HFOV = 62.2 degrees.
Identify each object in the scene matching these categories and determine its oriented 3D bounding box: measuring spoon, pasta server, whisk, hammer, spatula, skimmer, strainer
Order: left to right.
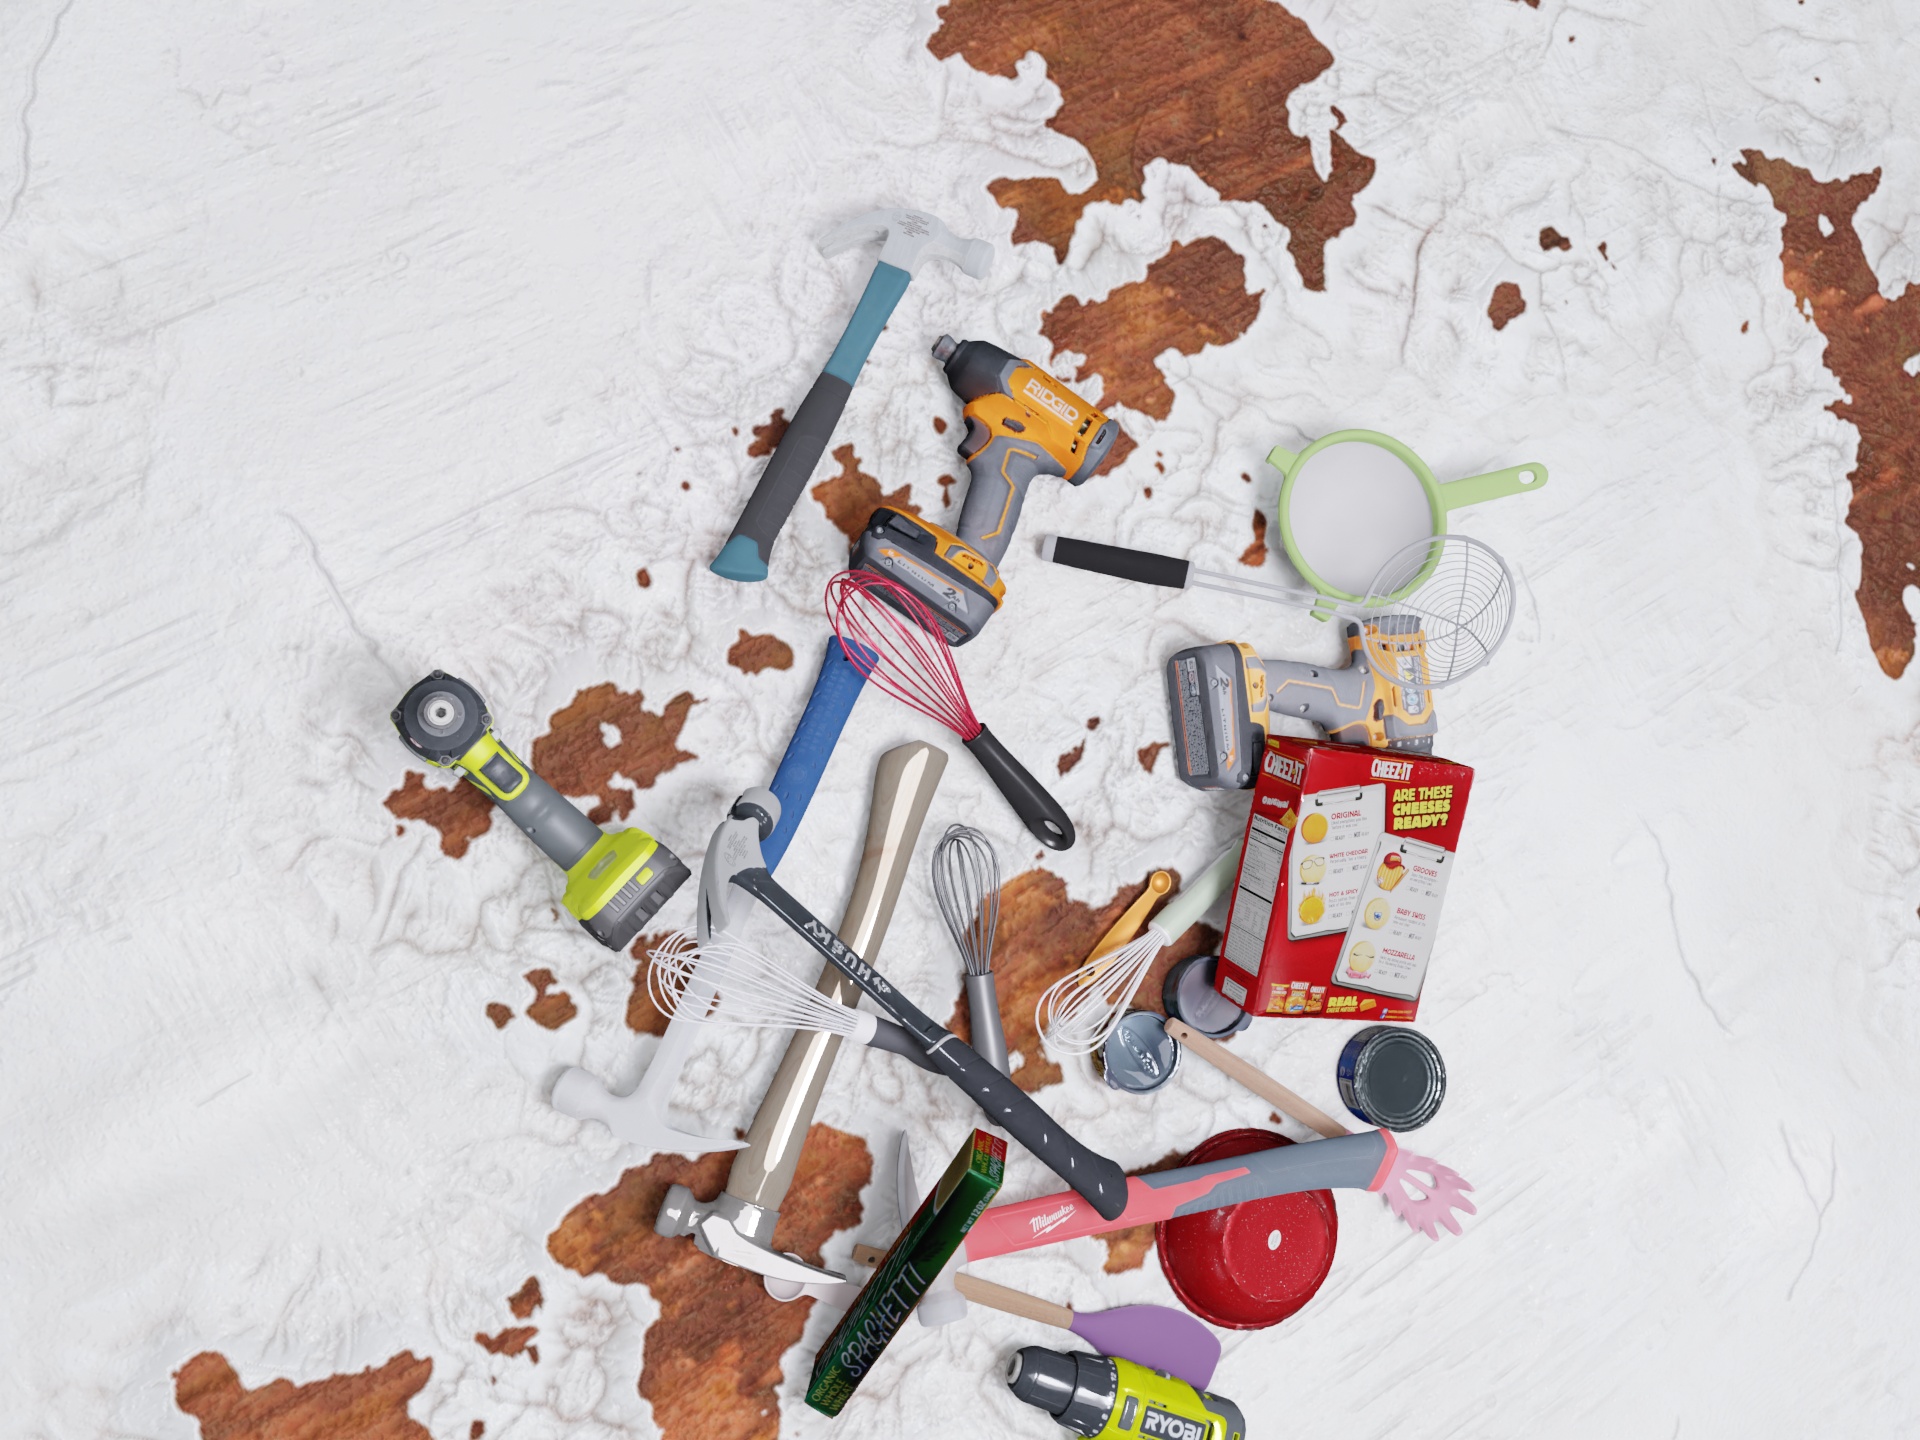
[{"bbox_3d":[-0.153,0.125,1.189,0.144,0.035,0.406,20,75,11],"label":"hammer"},{"bbox_3d":[-0.099,0.209,1.136,0.284,0.070,0.070,26,78,-32],"label":"whisk"},{"bbox_3d":[-0.101,-0.254,1.243,0.128,0.033,0.331,26,83,9],"label":"hammer"},{"bbox_3d":[-0.094,0.434,1.202,0.124,0.018,0.034,26,63,-18],"label":"measuring spoon"},{"bbox_3d":[-0.086,0.212,1.205,0.146,0.038,0.411,22,78,-3],"label":"hammer"},{"bbox_3d":[-0.027,0.221,1.133,0.408,0.149,0.036,44,117,-12],"label":"hammer"},{"bbox_3d":[-0.002,-0.004,1.227,0.073,0.073,0.295,-46,111,-14],"label":"whisk"},{"bbox_3d":[0.015,0.198,1.240,0.055,0.055,0.239,-8,91,-16],"label":"whisk"},{"bbox_3d":[0.063,0.457,1.237,0.315,0.018,0.060,21,87,-13],"label":"spatula"},{"bbox_3d":[0.131,0.169,1.291,0.021,0.011,0.117,44,79,-21],"label":"measuring spoon"},{"bbox_3d":[0.144,0.350,1.221,0.386,0.038,0.143,-10,74,-7],"label":"hammer"},{"bbox_3d":[0.154,0.176,1.273,0.246,0.057,0.059,-40,75,-22],"label":"whisk"},{"bbox_3d":[0.243,-0.111,1.252,0.363,0.090,0.127,12,80,5],"label":"skimmer"},{"bbox_3d":[0.291,0.326,1.287,0.316,0.040,0.060,35,92,-16],"label":"pasta server"},{"bbox_3d":[0.377,-0.178,1.357,0.256,0.069,0.151,-15,87,-15],"label":"strainer"}]

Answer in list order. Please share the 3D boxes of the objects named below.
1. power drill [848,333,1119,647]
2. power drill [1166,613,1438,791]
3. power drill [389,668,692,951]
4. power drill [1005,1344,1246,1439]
[{"bbox_3d":[0.005,-0.191,1.257,0.164,0.084,0.226,35,73,-7],"label":"power drill"},{"bbox_3d":[0.294,0.012,1.316,0.226,0.084,0.185,-6,88,-20],"label":"power drill"},{"bbox_3d":[-0.298,0.057,1.105,0.223,0.171,0.080,44,76,-10],"label":"power drill"},{"bbox_3d":[0.097,0.599,1.204,0.190,0.080,0.228,23,77,-12],"label":"power drill"}]
